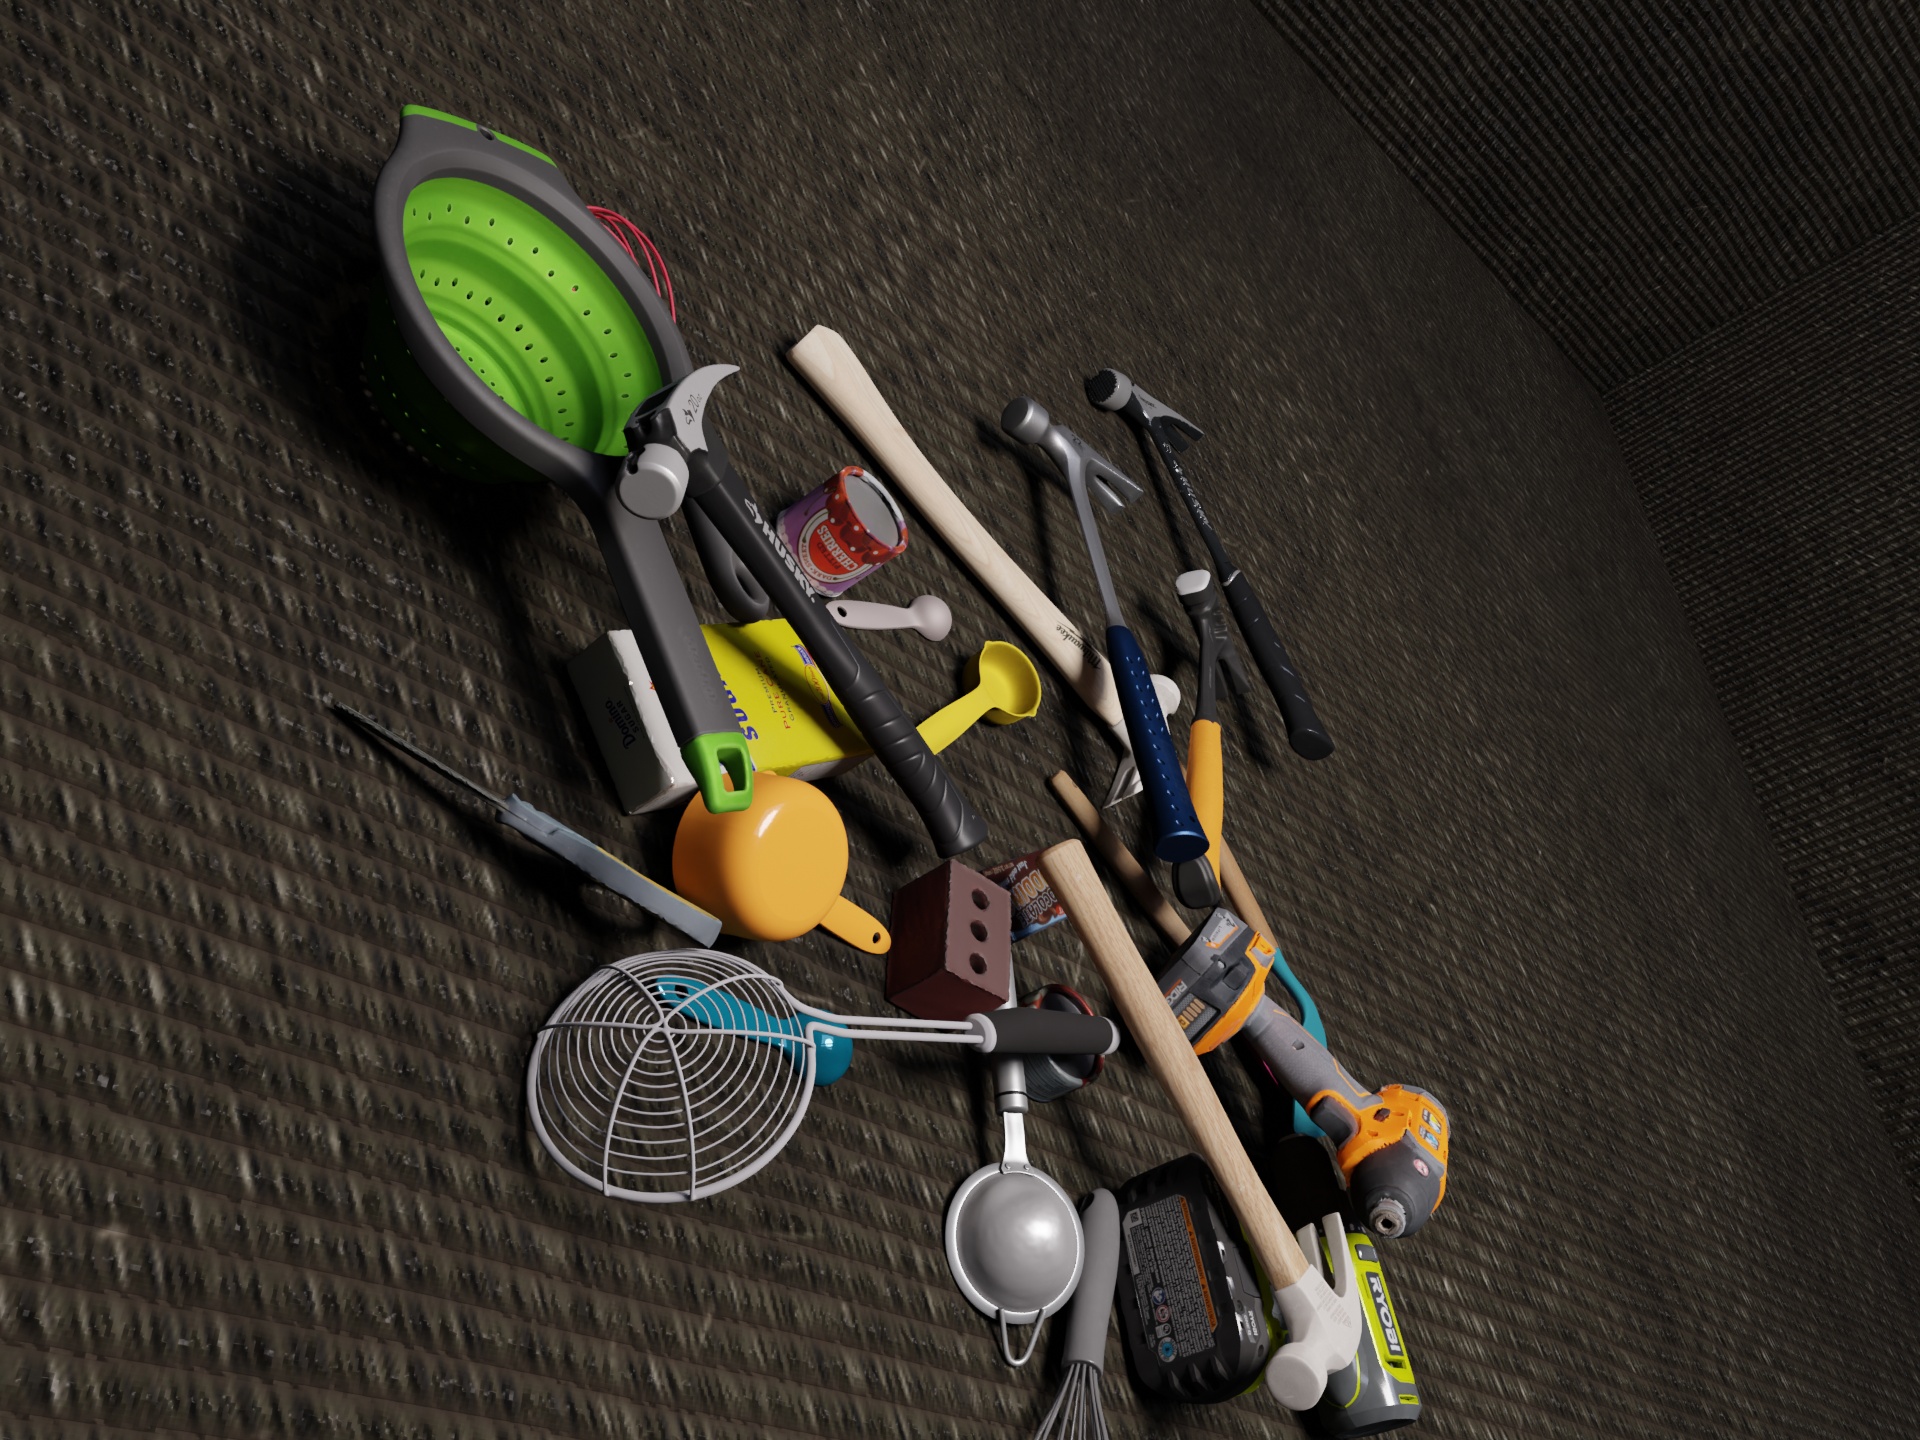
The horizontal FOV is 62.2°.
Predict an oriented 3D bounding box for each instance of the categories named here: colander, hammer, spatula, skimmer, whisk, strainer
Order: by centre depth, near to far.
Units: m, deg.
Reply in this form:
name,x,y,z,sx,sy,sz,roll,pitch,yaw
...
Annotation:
name,x,y,z,sx,sy,sz,roll,pitch,yaw
skimmer,-0.047,0.177,0.817,0.363,0.090,0.127,15,32,-49
colander,-0.212,-0.120,0.820,0.204,0.094,0.397,-2,65,-59
whisk,0.065,0.353,0.862,0.055,0.055,0.239,45,31,-20
hammer,-0.073,-0.045,0.876,0.334,0.035,0.146,56,21,-32
strainer,0.029,0.225,0.903,0.086,0.050,0.259,11,54,-24
hammer,0.136,0.219,0.929,0.130,0.031,0.331,-9,68,-61
whisk,-0.176,-0.184,0.933,0.073,0.073,0.296,-3,63,-53
hammer,0.015,-0.116,1.170,0.410,0.038,0.146,48,36,-15
hammer,0.121,-0.071,1.192,0.144,0.035,0.406,27,39,-40
spatula,0.213,0.158,1.204,0.082,0.044,0.318,20,41,-56
hammer,0.190,0.024,1.227,0.337,0.034,0.127,-76,148,-51
hammer,0.238,-0.142,1.436,0.149,0.036,0.409,14,47,-49

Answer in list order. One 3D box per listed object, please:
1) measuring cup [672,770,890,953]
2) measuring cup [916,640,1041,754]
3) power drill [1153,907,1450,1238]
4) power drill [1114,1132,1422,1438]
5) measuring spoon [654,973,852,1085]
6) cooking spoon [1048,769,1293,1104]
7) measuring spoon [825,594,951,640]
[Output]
name,x,y,z,sx,sy,sz,roll,pitch,yaw
measuring cup,-0.076,0.092,0.854,0.173,0.052,0.095,40,65,-41
measuring cup,-0.002,-0.003,1.078,0.156,0.029,0.062,-36,94,-44
power drill,0.223,0.237,1.043,0.226,0.084,0.164,42,19,8
power drill,0.194,0.344,1.003,0.228,0.080,0.191,25,42,-43
measuring spoon,-0.101,0.153,0.820,0.128,0.021,0.042,31,42,-37
cooking spoon,0.163,0.162,1.156,0.318,0.017,0.069,52,23,-9
measuring spoon,-0.045,-0.073,1.072,0.124,0.018,0.034,-2,66,-52
